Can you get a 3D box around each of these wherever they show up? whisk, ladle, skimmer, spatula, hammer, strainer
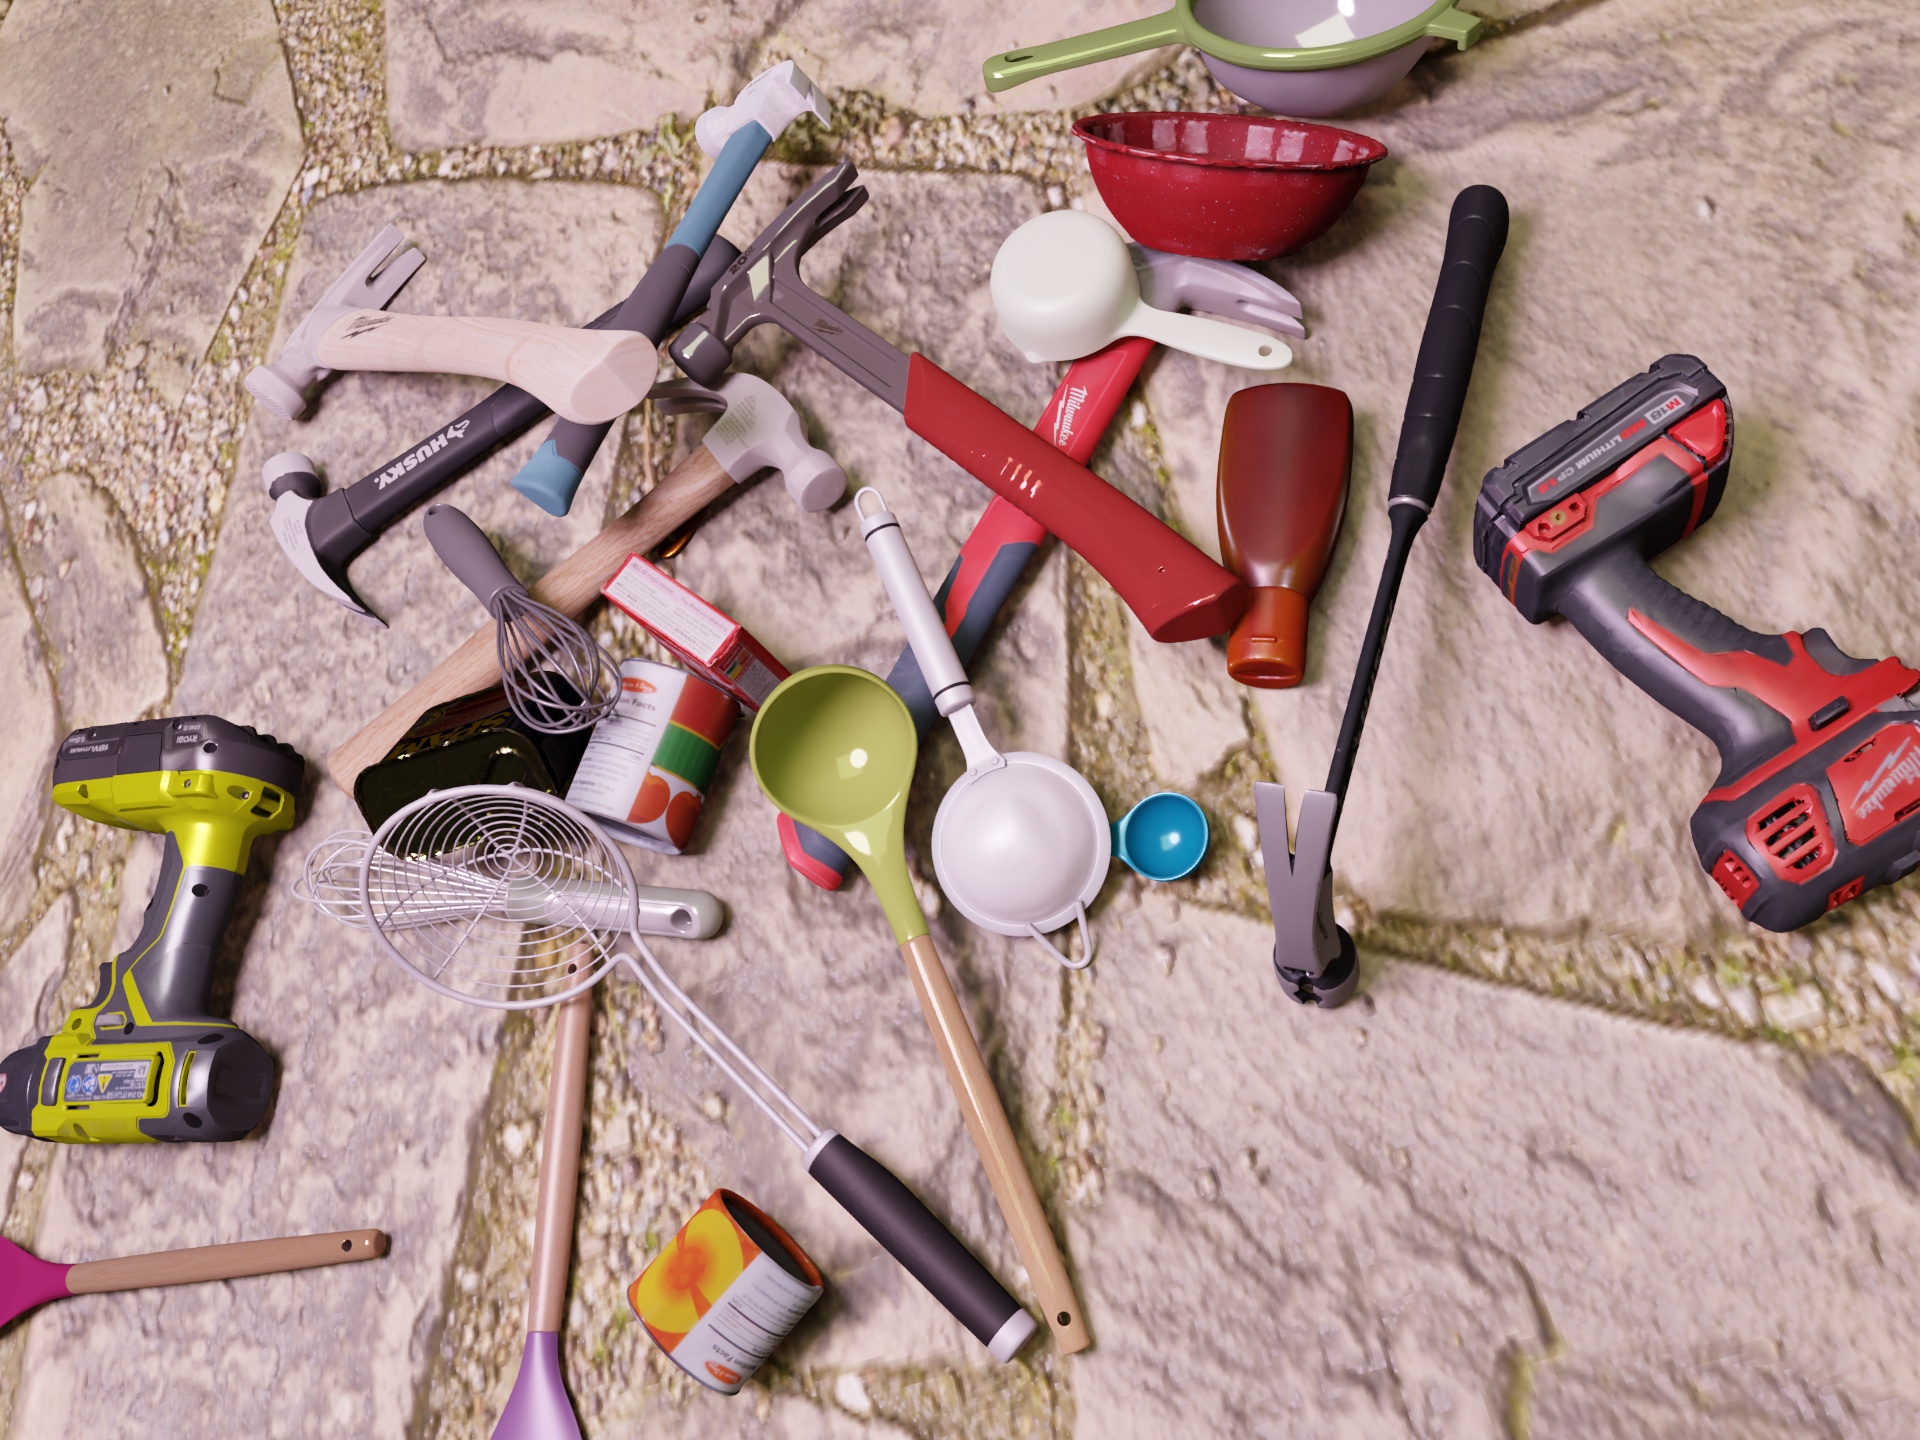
[{"bbox_3d":[-0.242,-0.060,0.842,0.055,0.055,0.239,-44,46,-3],"label":"whisk"},{"bbox_3d":[-0.012,0.120,0.703,0.078,0.062,0.320,-23,72,1],"label":"ladle"},{"bbox_3d":[-0.122,0.161,0.708,0.363,0.090,0.127,39,115,21],"label":"skimmer"},{"bbox_3d":[-0.192,0.260,0.749,0.060,0.018,0.316,-7,66,15],"label":"spatula"},{"bbox_3d":[0.032,-0.081,0.812,0.143,0.038,0.386,24,77,25],"label":"hammer"},{"bbox_3d":[0.197,-0.084,0.715,0.036,0.149,0.409,9,64,23],"label":"hammer"},{"bbox_3d":[-0.270,-0.189,0.968,0.335,0.035,0.146,-33,60,3],"label":"hammer"},{"bbox_3d":[0.142,-0.358,0.865,0.256,0.069,0.152,-11,48,7],"label":"strainer"},{"bbox_3d":[-0.285,-0.221,0.908,0.411,0.038,0.146,18,69,46],"label":"hammer"},{"bbox_3d":[-0.001,-0.002,0.752,0.087,0.050,0.259,-28,72,13],"label":"strainer"},{"bbox_3d":[-0.162,-0.247,0.886,0.128,0.033,0.331,-9,50,47],"label":"hammer"},{"bbox_3d":[0.007,-0.158,0.810,0.359,0.036,0.149,40,84,29],"label":"hammer"},{"bbox_3d":[-0.224,-0.073,0.895,0.331,0.031,0.130,-40,62,2],"label":"hammer"},{"bbox_3d":[-0.237,0.092,0.826,0.246,0.059,0.057,3,107,16],"label":"whisk"}]

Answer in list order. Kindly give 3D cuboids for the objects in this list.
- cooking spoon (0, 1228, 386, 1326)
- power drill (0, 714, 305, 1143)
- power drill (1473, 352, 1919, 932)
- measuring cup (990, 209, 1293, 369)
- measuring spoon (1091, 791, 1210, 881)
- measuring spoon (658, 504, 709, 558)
[{"bbox_3d":[-0.436,0.287,0.823,0.319,0.017,0.069,-11,65,15],"label":"cooking spoon"},{"bbox_3d":[-0.451,0.117,0.873,0.171,0.080,0.223,-5,68,17],"label":"power drill"},{"bbox_3d":[0.347,-0.046,0.665,0.188,0.080,0.227,-33,63,3],"label":"power drill"},{"bbox_3d":[0.090,-0.213,0.805,0.168,0.038,0.083,23,76,26],"label":"measuring cup"},{"bbox_3d":[0.059,0.060,0.755,0.128,0.021,0.042,-7,70,27],"label":"measuring spoon"},{"bbox_3d":[-0.148,-0.145,0.918,0.021,0.011,0.117,16,73,25],"label":"measuring spoon"}]
